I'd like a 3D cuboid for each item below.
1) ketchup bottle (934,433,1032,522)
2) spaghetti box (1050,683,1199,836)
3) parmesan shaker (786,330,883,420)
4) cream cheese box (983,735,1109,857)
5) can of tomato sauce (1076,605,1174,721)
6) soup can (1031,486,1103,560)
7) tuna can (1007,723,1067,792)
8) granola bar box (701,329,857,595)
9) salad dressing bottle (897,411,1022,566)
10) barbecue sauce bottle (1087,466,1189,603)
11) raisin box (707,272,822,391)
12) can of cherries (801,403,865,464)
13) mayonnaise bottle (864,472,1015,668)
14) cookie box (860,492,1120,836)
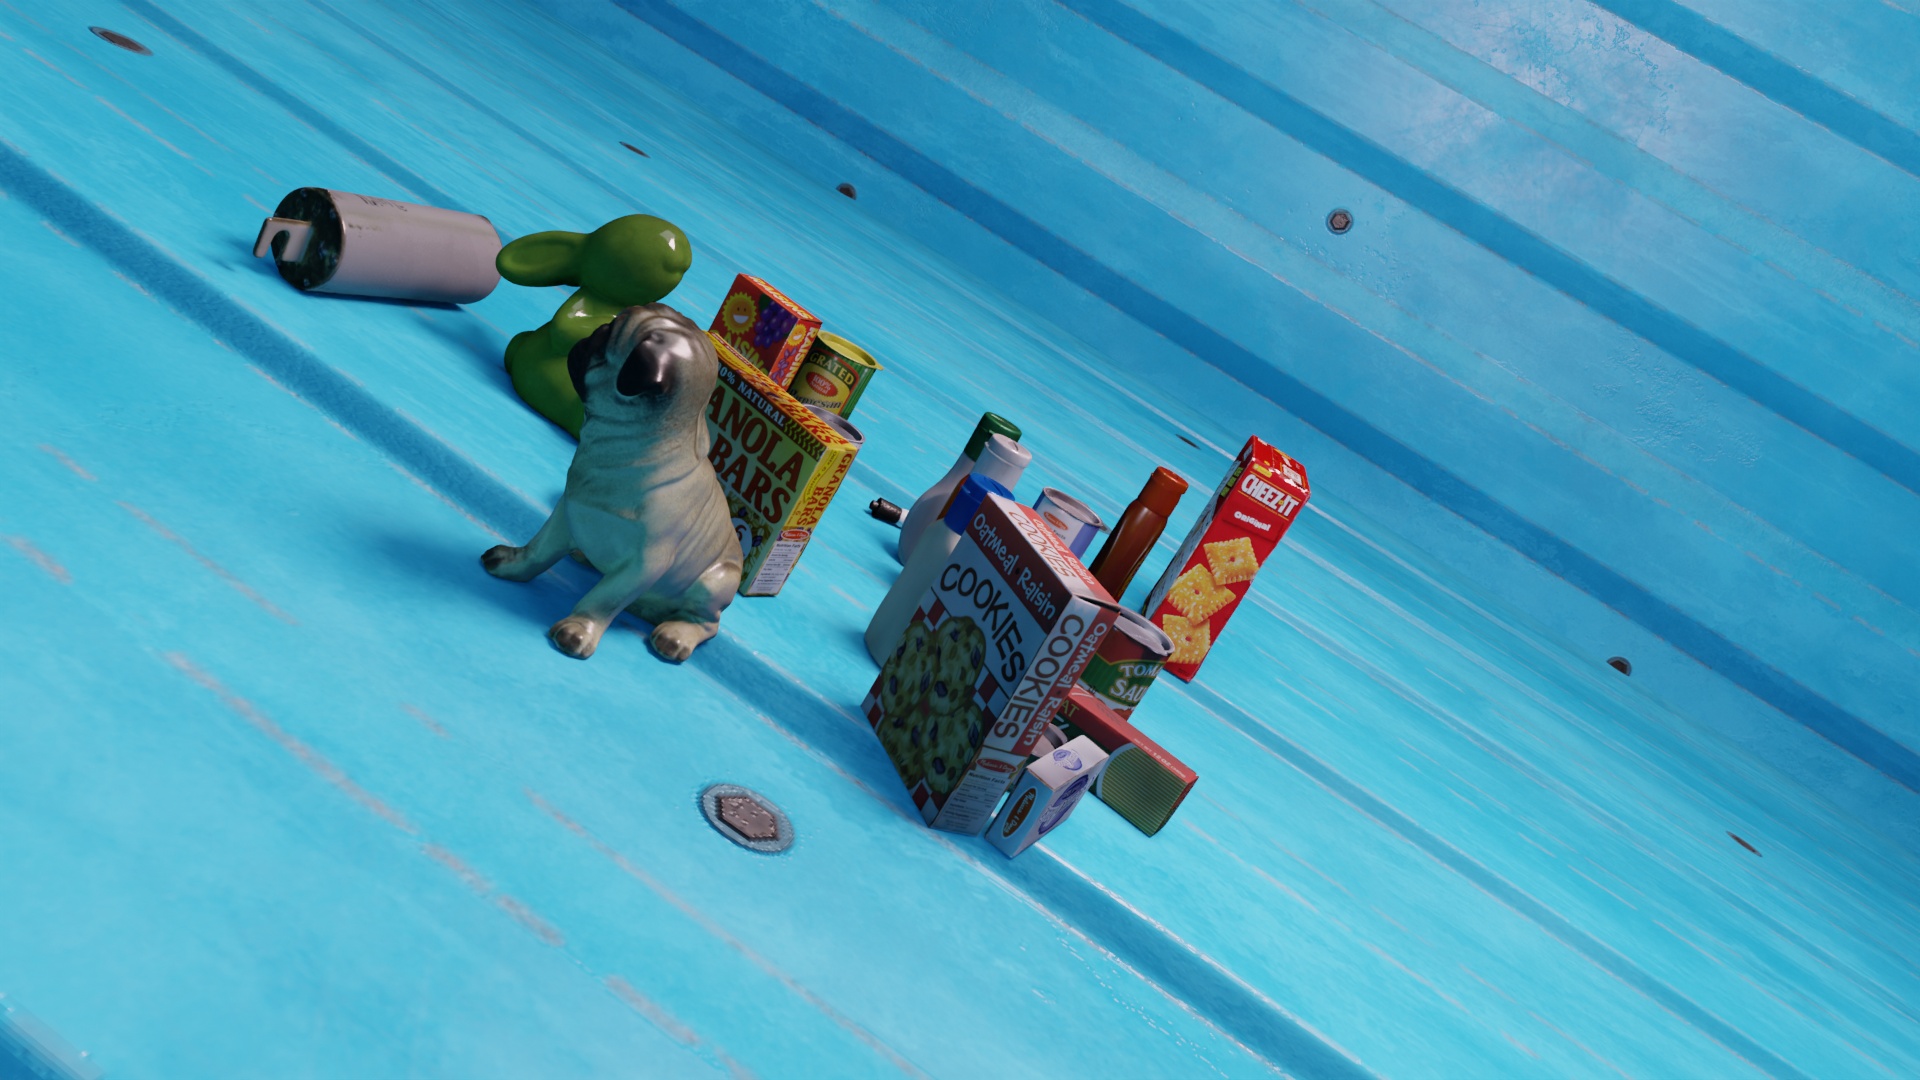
[{"bbox_3d":[0.004,-0.014,1.104,0.043,0.148,0.065,27,16,-12],"label":"ketchup bottle"},{"bbox_3d":[0.052,0.113,0.989,0.250,0.050,0.029,36,17,18],"label":"spaghetti box"},{"bbox_3d":[-0.128,-0.137,1.318,0.071,0.102,0.071,28,16,-9],"label":"parmesan shaker"},{"bbox_3d":[0.054,0.157,0.858,0.024,0.053,0.104,36,17,18],"label":"cream cheese box"},{"bbox_3d":[0.118,0.101,1.079,0.071,0.083,0.071,28,16,-9],"label":"can of tomato sauce"},{"bbox_3d":[0.087,0.001,1.320,0.071,0.083,0.071,28,16,-9],"label":"soup can"},{"bbox_3d":[0.038,0.138,0.922,0.071,0.032,0.071,28,16,-9],"label":"tuna can"},{"bbox_3d":[-0.163,-0.057,0.984,0.166,0.124,0.039,40,18,28],"label":"granola bar box"},{"bbox_3d":[0.001,-0.037,1.169,0.064,0.147,0.044,32,16,5],"label":"salad dressing bottle"},{"bbox_3d":[0.168,-0.002,1.355,0.044,0.148,0.065,31,16,3],"label":"barbecue sauce bottle"},{"bbox_3d":[-0.191,-0.168,1.265,0.086,0.123,0.040,38,17,25],"label":"raisin box"},{"bbox_3d":[-0.128,-0.080,1.232,0.071,0.058,0.072,28,16,-9],"label":"can of cherries"},{"bbox_3d":[-0.013,0.024,0.963,0.041,0.147,0.065,20,19,-33],"label":"mayonnaise bottle"},{"bbox_3d":[0.014,0.072,0.834,0.040,0.167,0.123,20,19,-34],"label":"cookie box"}]
